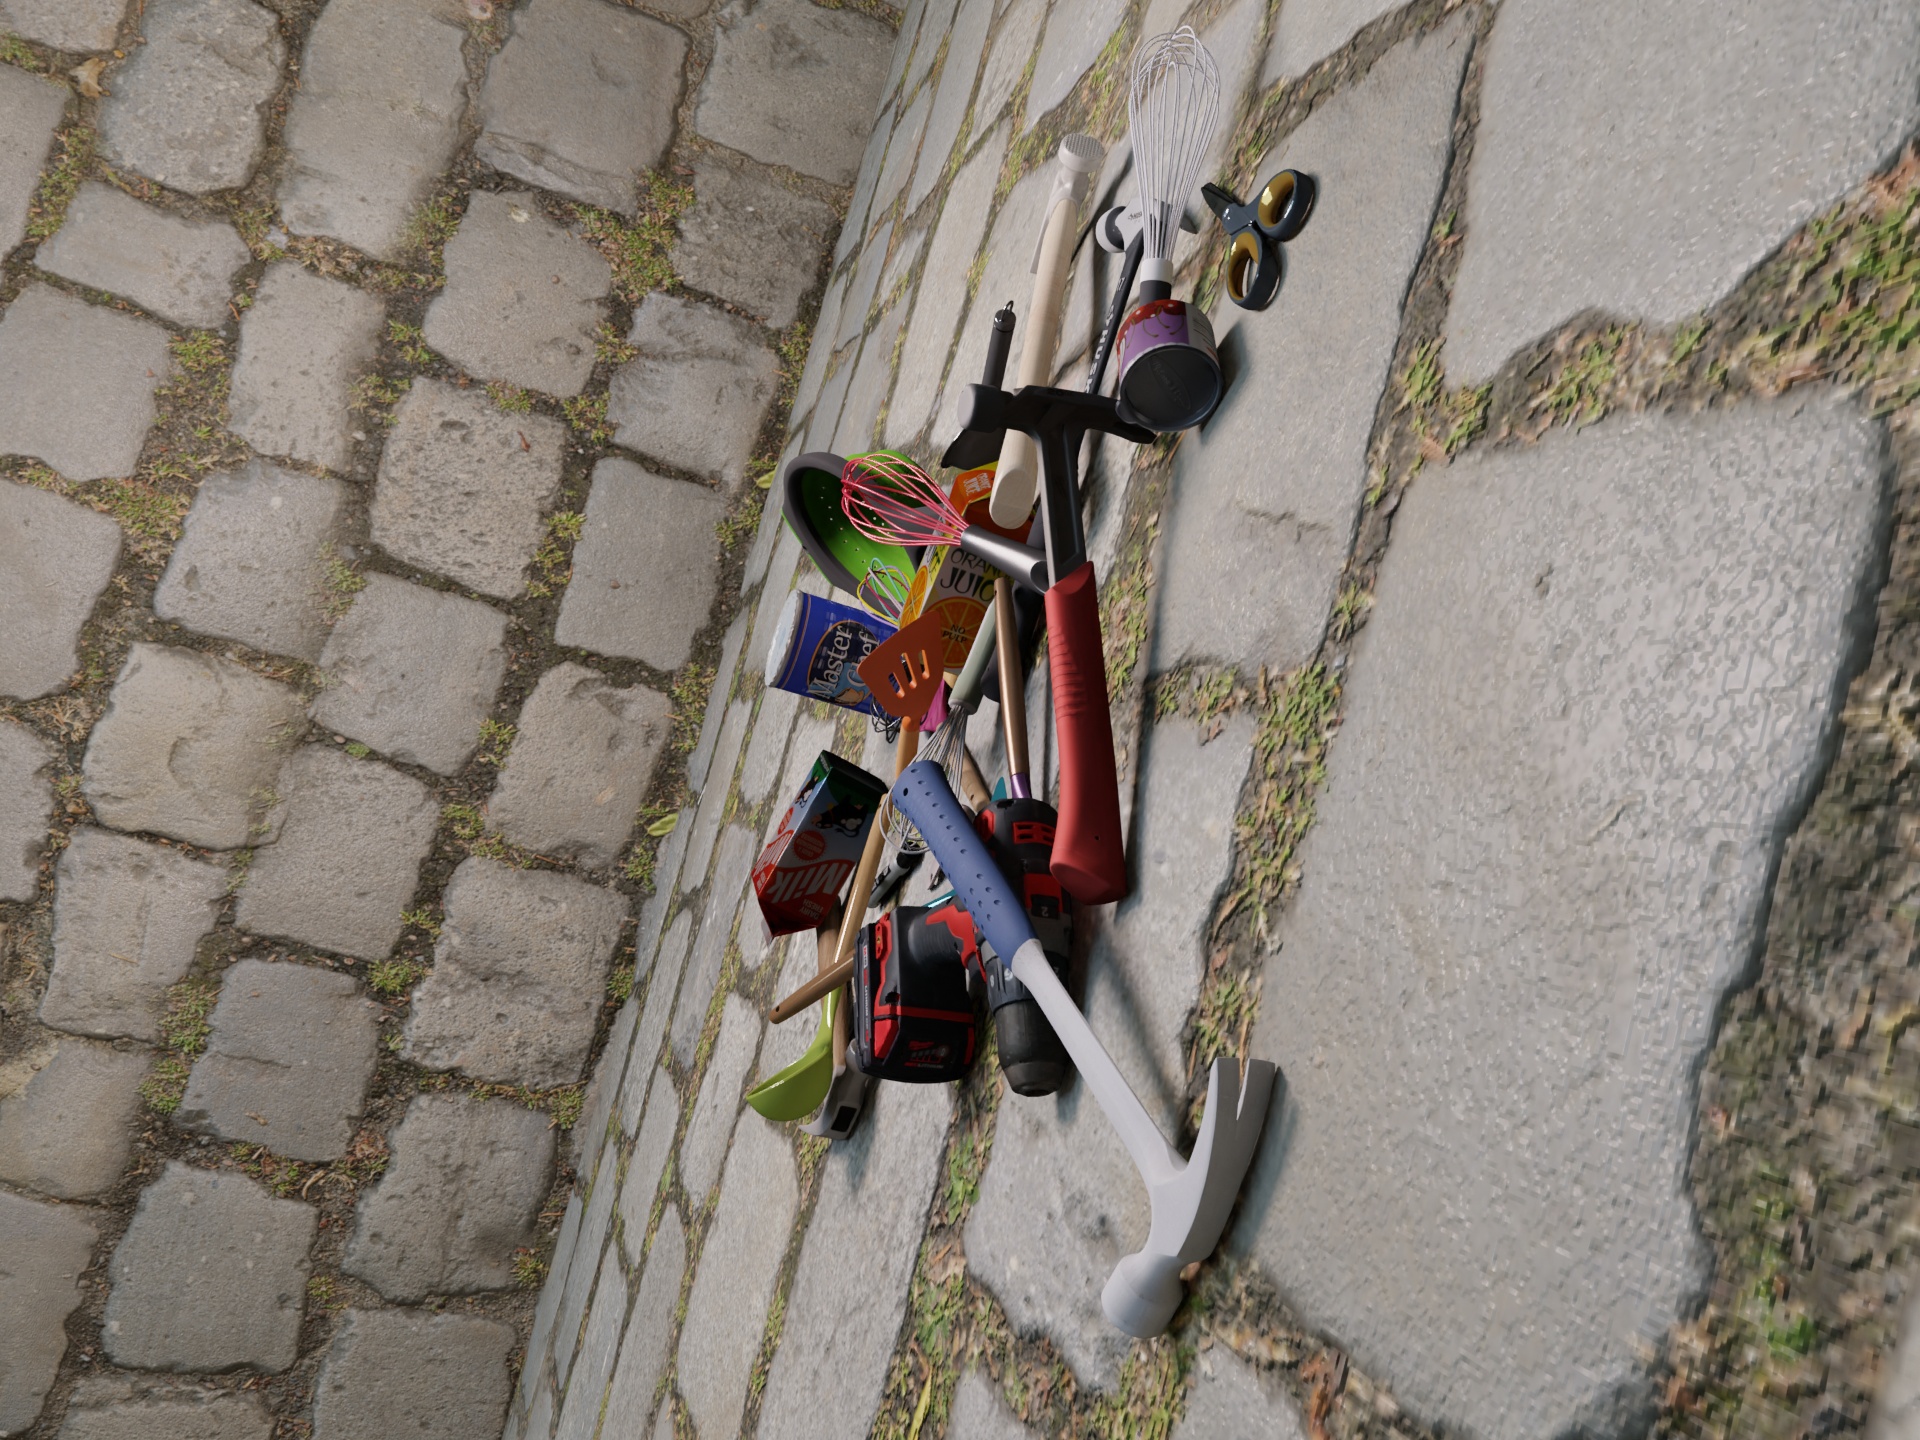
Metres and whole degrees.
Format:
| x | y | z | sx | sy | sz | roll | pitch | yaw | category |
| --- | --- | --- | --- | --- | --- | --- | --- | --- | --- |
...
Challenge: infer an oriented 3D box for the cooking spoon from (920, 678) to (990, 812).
| x | y | z | sx | sy | sz | roll | pitch | yaw | category |
| --- | --- | --- | --- | --- | --- | --- | --- | --- | --- |
| -0.010 | 0.017 | 1.384 | 0.068 | 0.017 | 0.319 | -59 | 18 | 11 | cooking spoon |

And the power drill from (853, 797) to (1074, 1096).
| x | y | z | sx | sy | sz | roll | pitch | yaw | category |
| --- | --- | --- | --- | --- | --- | --- | --- | --- | --- |
| 0.007 | 0.176 | 1.052 | 0.226 | 0.080 | 0.188 | 133 | 141 | -51 | power drill |

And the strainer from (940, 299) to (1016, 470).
| x | y | z | sx | sy | sz | roll | pitch | yaw | category |
| --- | --- | --- | --- | --- | --- | --- | --- | --- | --- |
| 0.027 | -0.293 | 1.448 | 0.087 | 0.050 | 0.258 | -41 | -15 | -22 | strainer |

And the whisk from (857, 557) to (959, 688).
| x | y | z | sx | sy | sz | roll | pitch | yaw | category |
| --- | --- | --- | --- | --- | --- | --- | --- | --- | --- |
| -0.042 | -0.093 | 1.494 | 0.245 | 0.047 | 0.051 | -129 | 44 | -54 | whisk |

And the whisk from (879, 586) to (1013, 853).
| x | y | z | sx | sy | sz | roll | pitch | yaw | category |
| --- | --- | --- | --- | --- | --- | --- | --- | --- | --- |
| -0.002 | -0.004 | 1.285 | 0.057 | 0.059 | 0.246 | 86 | -156 | -67 | whisk |

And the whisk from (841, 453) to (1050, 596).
| x | y | z | sx | sy | sz | roll | pitch | yaw | category |
| --- | --- | --- | --- | --- | --- | --- | --- | --- | --- |
| -0.003 | -0.149 | 1.258 | 0.296 | 0.073 | 0.073 | 31 | 106 | 43 | whisk |

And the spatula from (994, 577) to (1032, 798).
| x | y | z | sx | sy | sz | roll | pitch | yaw | category |
| --- | --- | --- | --- | --- | --- | --- | --- | --- | --- |
| 0.040 | 0.022 | 1.153 | 0.059 | 0.018 | 0.316 | 124 | 150 | -49 | spatula |

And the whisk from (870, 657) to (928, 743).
| x | y | z | sx | sy | sz | roll | pitch | yaw | category |
| --- | --- | --- | --- | --- | --- | --- | --- | --- | --- |
| -0.048 | -0.051 | 1.499 | 0.239 | 0.055 | 0.055 | -78 | 12 | -60 | whisk |

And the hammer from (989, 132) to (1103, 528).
| x | y | z | sx | sy | sz | roll | pitch | yaw | category |
| --- | --- | --- | --- | --- | --- | --- | --- | --- | --- |
| 0.065 | -0.310 | 1.320 | 0.146 | 0.038 | 0.411 | 108 | 174 | -53 | hammer |

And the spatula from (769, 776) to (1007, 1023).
| x | y | z | sx | sy | sz | roll | pitch | yaw | category |
| --- | --- | --- | --- | --- | --- | --- | --- | --- | --- |
| -0.057 | 0.161 | 1.253 | 0.317 | 0.044 | 0.082 | -38 | 36 | 30 | spatula |

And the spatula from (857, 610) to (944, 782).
| x | y | z | sx | sy | sz | roll | pitch | yaw | category |
| --- | --- | --- | --- | --- | --- | --- | --- | --- | --- |
| -0.049 | 0.004 | 1.355 | 0.081 | 0.041 | 0.322 | -38 | -13 | -16 | spatula |

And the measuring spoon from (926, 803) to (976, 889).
| x | y | z | sx | sy | sz | roll | pitch | yaw | category |
| --- | --- | --- | --- | --- | --- | --- | --- | --- | --- |
| -0.007 | 0.108 | 1.299 | 0.124 | 0.018 | 0.034 | 116 | 161 | -54 | measuring spoon |

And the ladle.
| x | y | z | sx | sy | sz | roll | pitch | yaw | category |
| --- | --- | --- | --- | --- | --- | --- | --- | --- | --- |
| -0.112 | 0.198 | 1.390 | 0.078 | 0.062 | 0.320 | -33 | 35 | 51 | ladle |

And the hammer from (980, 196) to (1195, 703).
| x | y | z | sx | sy | sz | roll | pitch | yaw | category |
| --- | --- | --- | --- | --- | --- | --- | --- | --- | --- |
| 0.090 | -0.209 | 1.241 | 0.149 | 0.036 | 0.409 | -148 | 75 | -73 | hammer |

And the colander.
| x | y | z | sx | sy | sz | roll | pitch | yaw | category |
| --- | --- | --- | --- | --- | --- | --- | --- | --- | --- |
| -0.037 | -0.209 | 1.572 | 0.094 | 0.204 | 0.397 | -43 | 22 | -23 | colander |

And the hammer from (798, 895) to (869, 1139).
| x | y | z | sx | sy | sz | roll | pitch | yaw | category |
| --- | --- | --- | --- | --- | --- | --- | --- | --- | --- |
| -0.119 | 0.264 | 1.490 | 0.332 | 0.031 | 0.130 | -105 | 35 | -63 | hammer |

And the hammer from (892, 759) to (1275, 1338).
| x | y | z | sx | sy | sz | roll | pitch | yaw | category |
| --- | --- | --- | --- | --- | --- | --- | --- | --- | --- |
| 0.044 | 0.133 | 0.883 | 0.144 | 0.035 | 0.406 | -66 | 30 | 20 | hammer |

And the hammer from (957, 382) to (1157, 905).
| x | y | z | sx | sy | sz | roll | pitch | yaw | category |
| --- | --- | --- | --- | --- | --- | --- | --- | --- | --- |
| 0.081 | -0.057 | 1.020 | 0.036 | 0.149 | 0.359 | 130 | 141 | -57 | hammer |

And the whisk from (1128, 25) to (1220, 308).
| x | y | z | sx | sy | sz | roll | pitch | yaw | category |
| --- | --- | --- | --- | --- | --- | --- | --- | --- | --- |
| 0.142 | -0.348 | 1.124 | 0.070 | 0.070 | 0.284 | -178 | 94 | -74 | whisk |
